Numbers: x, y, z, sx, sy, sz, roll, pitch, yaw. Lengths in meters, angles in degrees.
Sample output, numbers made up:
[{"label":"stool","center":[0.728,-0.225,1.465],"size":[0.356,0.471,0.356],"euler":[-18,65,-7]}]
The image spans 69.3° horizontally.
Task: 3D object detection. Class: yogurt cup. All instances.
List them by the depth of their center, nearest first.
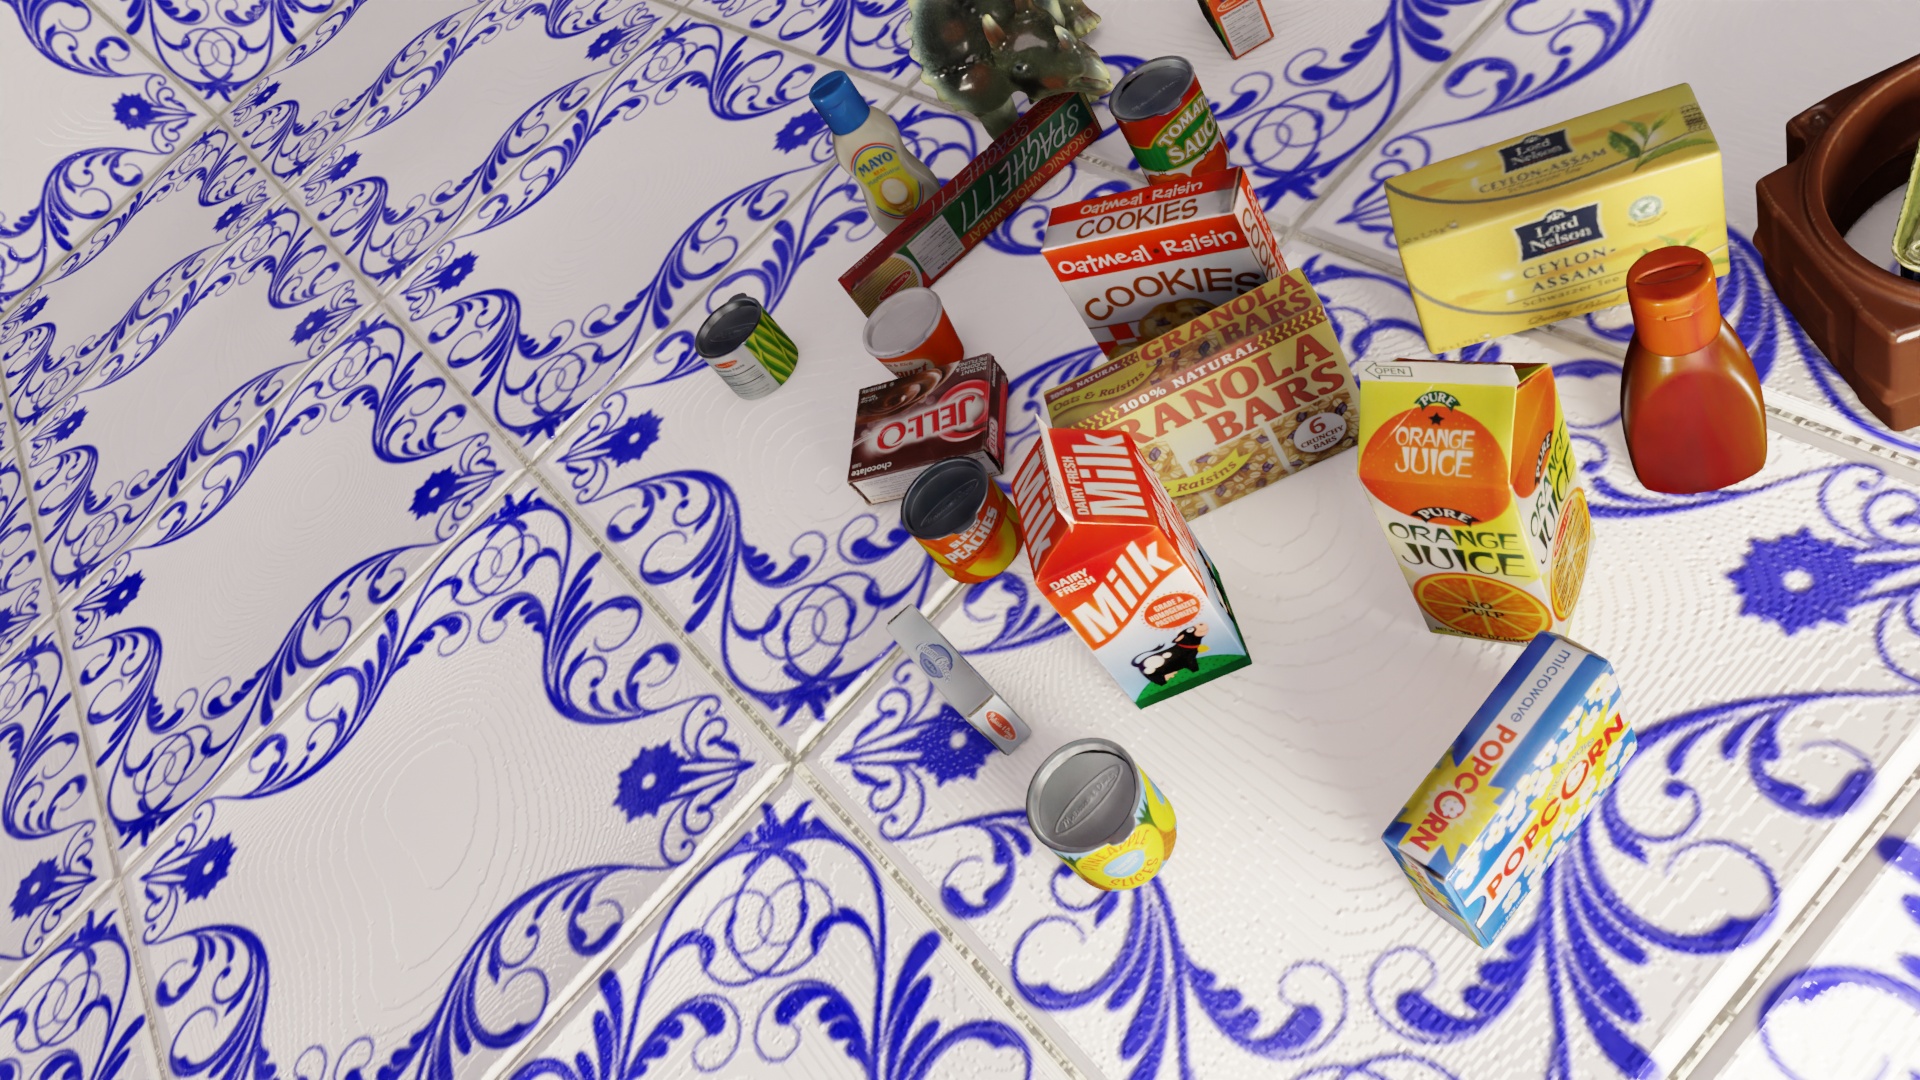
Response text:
[{"label":"yogurt cup","center":[-0.033,-0.151,1.060],"size":[0.072,0.053,0.073],"euler":[-18,49,21]}]

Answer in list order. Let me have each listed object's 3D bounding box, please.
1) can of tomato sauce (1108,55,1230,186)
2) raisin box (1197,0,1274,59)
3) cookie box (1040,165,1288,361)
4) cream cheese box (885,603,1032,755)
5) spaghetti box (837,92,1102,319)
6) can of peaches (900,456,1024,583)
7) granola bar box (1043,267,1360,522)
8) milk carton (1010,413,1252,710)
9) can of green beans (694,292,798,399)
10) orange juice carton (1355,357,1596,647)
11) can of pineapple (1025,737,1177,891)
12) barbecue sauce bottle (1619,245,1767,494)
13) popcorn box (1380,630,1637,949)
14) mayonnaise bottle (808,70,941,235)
[{"label":"can of tomato sauce","center":[0.158,-0.305,1.034],"size":[0.071,0.083,0.071],"euler":[-18,49,22]},{"label":"raisin box","center":[0.198,-0.455,1.096],"size":[0.040,0.123,0.086],"euler":[-27,46,14]},{"label":"cookie box","center":[0.141,-0.149,0.863],"size":[0.123,0.167,0.040],"euler":[-6,54,30]},{"label":"cream cheese box","center":[-0.002,0.085,0.855],"size":[0.024,0.053,0.104],"euler":[-43,44,-3]},{"label":"spaghetti box","center":[0.009,-0.272,1.129],"size":[0.250,0.050,0.029],"euler":[-42,44,-2]},{"label":"can of peaches","center":[0.003,-0.012,0.924],"size":[0.071,0.058,0.071],"euler":[-18,49,21]},{"label":"granola bar box","center":[0.150,-0.076,0.831],"size":[0.165,0.124,0.039],"euler":[-25,46,15]},{"label":"milk carton","center":[0.087,0.010,0.758],"size":[0.073,0.190,0.073],"euler":[-25,46,15]},{"label":"can of green beans","center":[-0.178,-0.160,1.159],"size":[0.071,0.057,0.071],"euler":[-18,49,21]},{"label":"orange juice carton","center":[0.251,-0.027,0.677],"size":[0.072,0.192,0.073],"euler":[8,62,37]},{"label":"can of pineapple","center":[0.077,0.150,0.749],"size":[0.071,0.057,0.071],"euler":[-18,49,21]},{"label":"barbecue sauce bottle","center":[0.356,-0.081,0.682],"size":[0.065,0.148,0.044],"euler":[-12,51,26]},{"label":"popcorn box","center":[0.255,0.115,0.640],"size":[0.127,0.085,0.038],"euler":[-49,45,-9]},{"label":"mayonnaise bottle","center":[-0.072,-0.320,1.150],"size":[0.064,0.147,0.041],"euler":[-26,46,15]}]
